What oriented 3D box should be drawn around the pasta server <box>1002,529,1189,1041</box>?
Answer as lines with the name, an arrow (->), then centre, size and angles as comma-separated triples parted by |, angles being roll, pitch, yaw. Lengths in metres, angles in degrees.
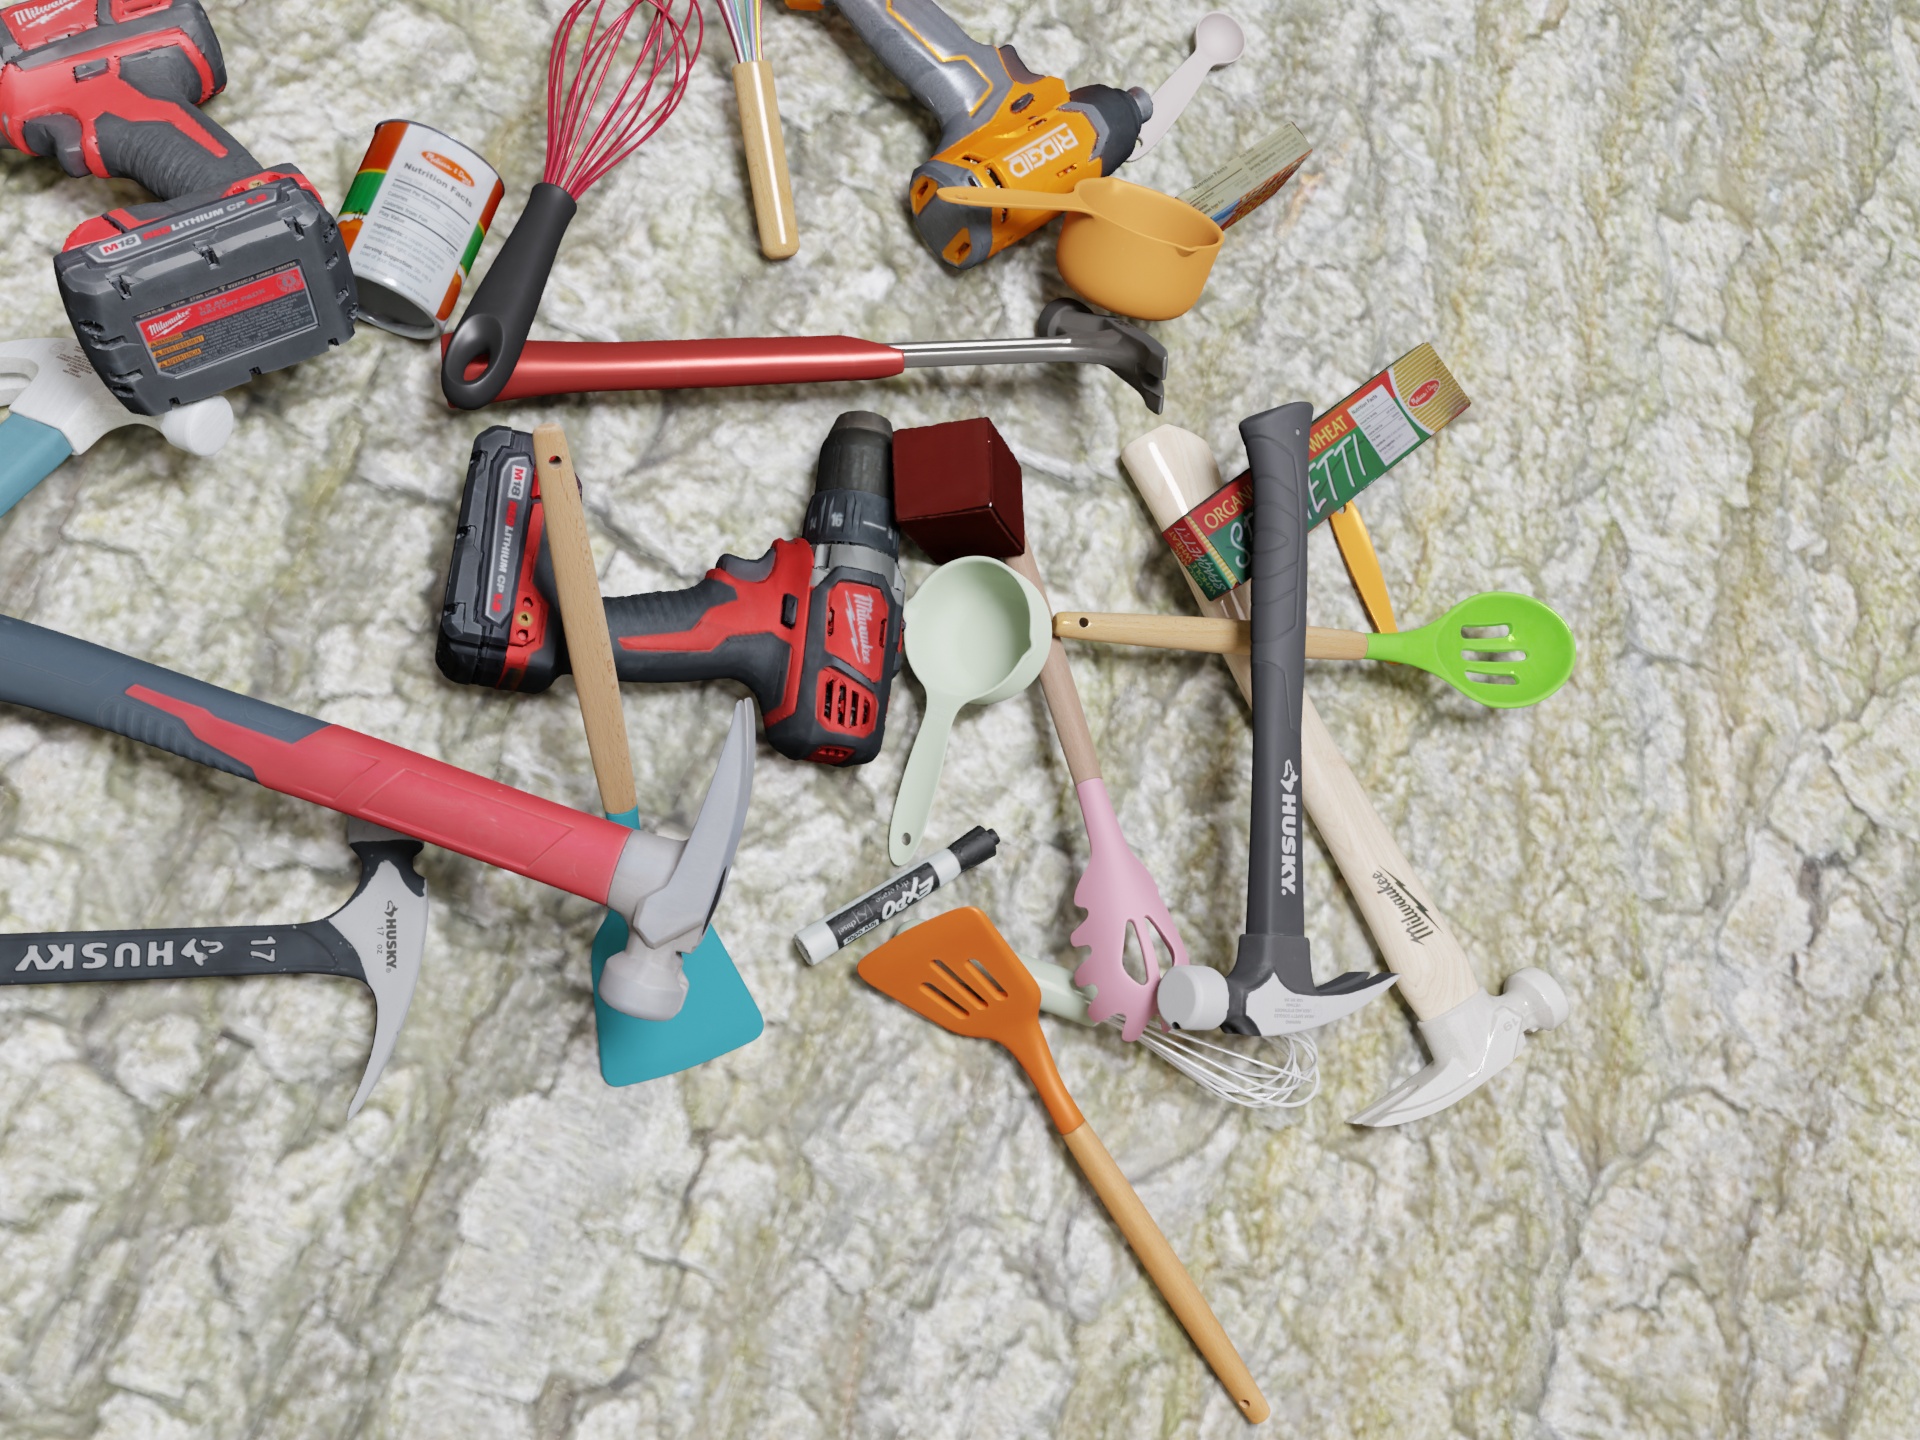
pasta server -> 0.058, 0.011, 0.845 | 0.060, 0.040, 0.316 | -11, 71, -16

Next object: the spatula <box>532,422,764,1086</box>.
spatula -> -0.156, 0.021, 0.732 | 0.082, 0.044, 0.317 | -16, 117, -20

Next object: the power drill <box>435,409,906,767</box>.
power drill -> -0.134, -0.083, 0.797 | 0.226, 0.080, 0.188 | 10, 76, -19

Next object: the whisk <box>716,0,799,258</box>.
whisk -> -0.118, -0.373, 0.853 | 0.047, 0.051, 0.245 | -9, 101, 0

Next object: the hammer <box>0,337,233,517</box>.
hammer -> -0.456, -0.041, 0.655 | 0.128, 0.033, 0.331 | 22, 59, 10

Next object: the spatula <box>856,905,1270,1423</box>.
spatula -> 0.067, 0.232, 0.813 | 0.322, 0.081, 0.041 | 57, 27, -4

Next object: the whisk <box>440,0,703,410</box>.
whisk -> -0.197, -0.277, 0.801 | 0.073, 0.073, 0.296 | 22, 65, -13

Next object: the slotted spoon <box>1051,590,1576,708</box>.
slotted spoon -> 0.200, -0.045, 0.886 | 0.313, 0.031, 0.070 | 3, 77, -16

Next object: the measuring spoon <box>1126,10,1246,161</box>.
measuring spoon -> 0.133, -0.388, 0.981 | 0.034, 0.018, 0.124 | 39, 77, -7

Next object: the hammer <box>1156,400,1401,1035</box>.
hammer -> 0.170, -0.006, 0.831 | 0.146, 0.035, 0.335 | 9, 79, -35

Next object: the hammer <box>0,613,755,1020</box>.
hammer -> -0.283, 0.001, 0.691 | 0.386, 0.038, 0.143 | 19, 94, 2

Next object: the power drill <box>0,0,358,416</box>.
power drill -> -0.380, -0.248, 0.721 | 0.143, 0.078, 0.220 | -29, 66, -22

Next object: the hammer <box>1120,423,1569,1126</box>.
hammer -> 0.192, 0.024, 0.903 | 0.146, 0.038, 0.410 | -27, 88, -20

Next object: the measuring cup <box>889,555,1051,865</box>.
measuring cup -> -0.001, -0.003, 0.841 | 0.083, 0.038, 0.167 | 19, 93, 30

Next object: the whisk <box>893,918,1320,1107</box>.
whisk -> 0.080, 0.151, 0.838 | 0.246, 0.057, 0.059 | 20, 39, -10

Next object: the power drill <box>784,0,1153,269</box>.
power drill -> 0.003, -0.388, 0.903 | 0.164, 0.084, 0.226 | -36, 96, -22

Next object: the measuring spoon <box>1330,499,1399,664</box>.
measuring spoon -> 0.242, -0.087, 0.957 | 0.021, 0.011, 0.117 | -15, 80, -20

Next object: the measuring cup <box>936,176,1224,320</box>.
measuring cup -> 0.060, -0.258, 0.868 | 0.173, 0.052, 0.095 | -3, 41, -27

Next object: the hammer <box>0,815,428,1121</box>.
hammer -> -0.442, 0.108, 0.678 | 0.408, 0.036, 0.149 | -1, 80, -18

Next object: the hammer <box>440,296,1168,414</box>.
hammer -> -0.079, -0.184, 0.819 | 0.359, 0.149, 0.036 | -5, 117, -13
